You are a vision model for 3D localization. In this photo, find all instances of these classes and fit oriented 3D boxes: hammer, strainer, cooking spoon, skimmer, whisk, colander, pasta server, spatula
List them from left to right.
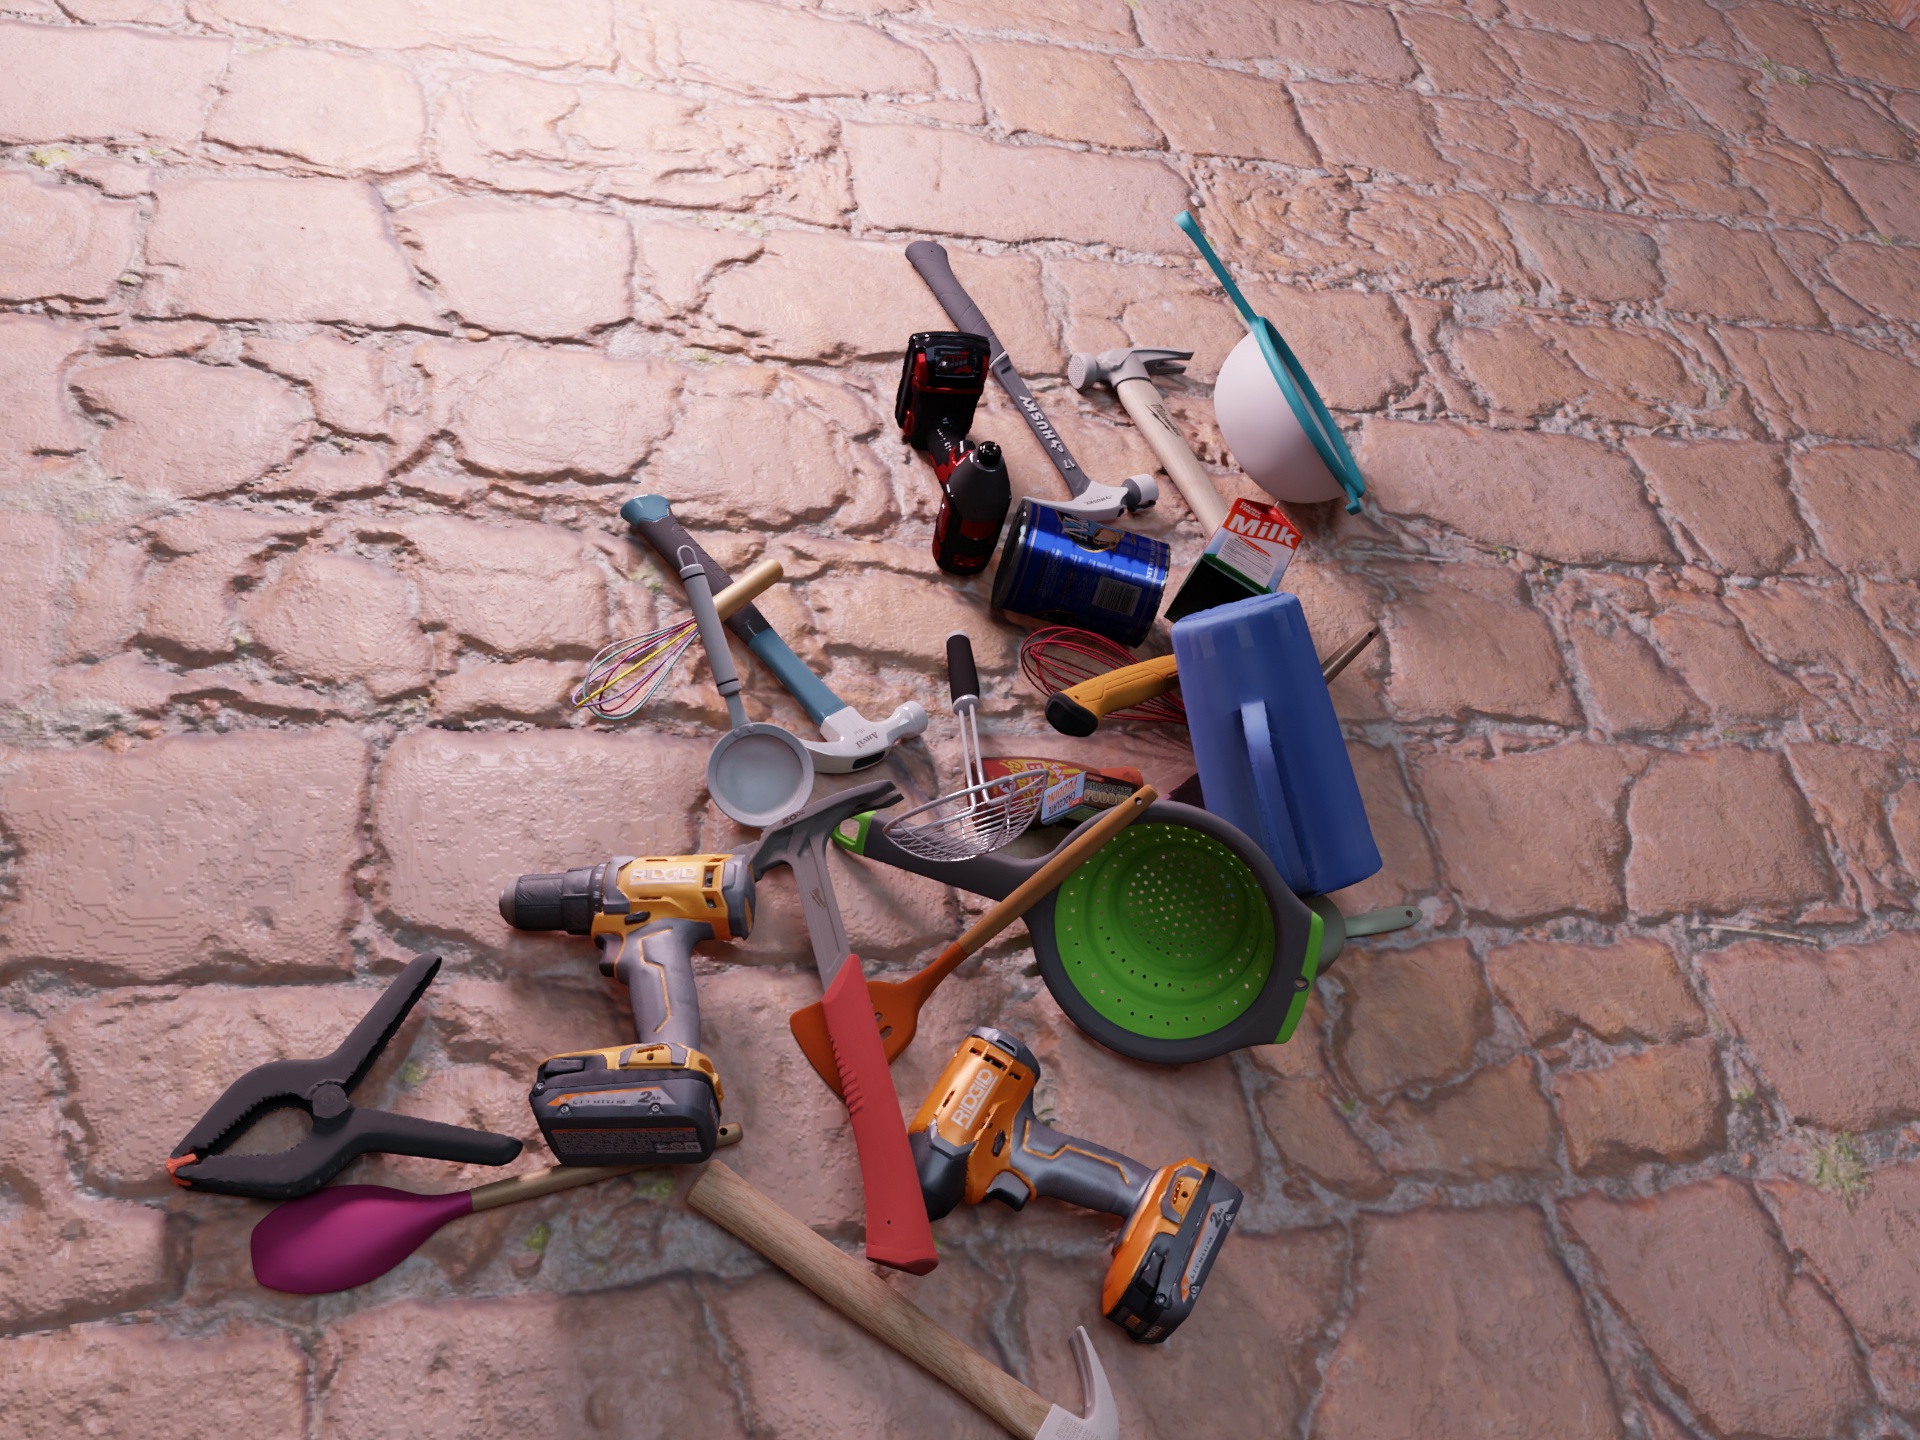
[{"bbox_3d":[-0.299,0.312,1.057,0.318,0.017,0.069,-9,56,-23],"label":"cooking spoon"},{"bbox_3d":[-0.224,-0.071,1.304,0.051,0.047,0.245,37,47,12],"label":"whisk"},{"bbox_3d":[-0.183,-0.019,1.280,0.087,0.050,0.258,-17,87,-19],"label":"strainer"},{"bbox_3d":[-0.180,-0.081,1.376,0.128,0.033,0.331,-31,68,-34],"label":"hammer"},{"bbox_3d":[-0.069,0.214,1.134,0.149,0.036,0.359,-24,55,7],"label":"hammer"},{"bbox_3d":[-0.041,0.401,1.065,0.331,0.031,0.130,33,52,8],"label":"hammer"},{"bbox_3d":[-0.002,-0.004,1.263,0.127,0.090,0.364,-21,30,9],"label":"skimmer"},{"bbox_3d":[0.019,0.154,1.181,0.322,0.041,0.081,-40,70,3],"label":"spatula"},{"bbox_3d":[0.043,-0.357,1.650,0.149,0.036,0.409,-16,61,-26],"label":"hammer"},{"bbox_3d":[0.089,0.132,1.264,0.397,0.204,0.094,17,13,15],"label":"colander"},{"bbox_3d":[0.179,-0.048,1.382,0.127,0.034,0.337,45,38,21],"label":"hammer"},{"bbox_3d":[0.190,-0.009,1.426,0.295,0.073,0.073,23,51,-7],"label":"whisk"},{"bbox_3d":[0.254,-0.229,1.620,0.146,0.038,0.411,-10,59,-25],"label":"hammer"},{"bbox_3d":[0.285,-0.349,1.613,0.340,0.095,0.211,52,23,-16],"label":"strainer"},{"bbox_3d":[0.270,0.012,1.398,0.316,0.040,0.060,-41,109,-19],"label":"pasta server"}]

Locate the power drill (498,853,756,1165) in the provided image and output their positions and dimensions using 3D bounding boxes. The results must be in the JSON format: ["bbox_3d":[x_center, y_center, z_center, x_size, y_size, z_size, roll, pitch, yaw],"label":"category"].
[{"bbox_3d":[-0.244,0.191,1.112,0.185,0.084,0.226,-1,48,1],"label":"power drill"}]

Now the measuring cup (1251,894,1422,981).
[{"bbox_3d":[0.327,0.169,1.346,0.167,0.038,0.083,-7,57,-20],"label":"measuring cup"}]

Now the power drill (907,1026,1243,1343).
[{"bbox_3d":[0.065,0.337,1.117,0.226,0.084,0.164,30,53,10],"label":"power drill"}]

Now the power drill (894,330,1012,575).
[{"bbox_3d":[-0.001,-0.259,1.495,0.078,0.143,0.220,-1,53,-15],"label":"power drill"}]
